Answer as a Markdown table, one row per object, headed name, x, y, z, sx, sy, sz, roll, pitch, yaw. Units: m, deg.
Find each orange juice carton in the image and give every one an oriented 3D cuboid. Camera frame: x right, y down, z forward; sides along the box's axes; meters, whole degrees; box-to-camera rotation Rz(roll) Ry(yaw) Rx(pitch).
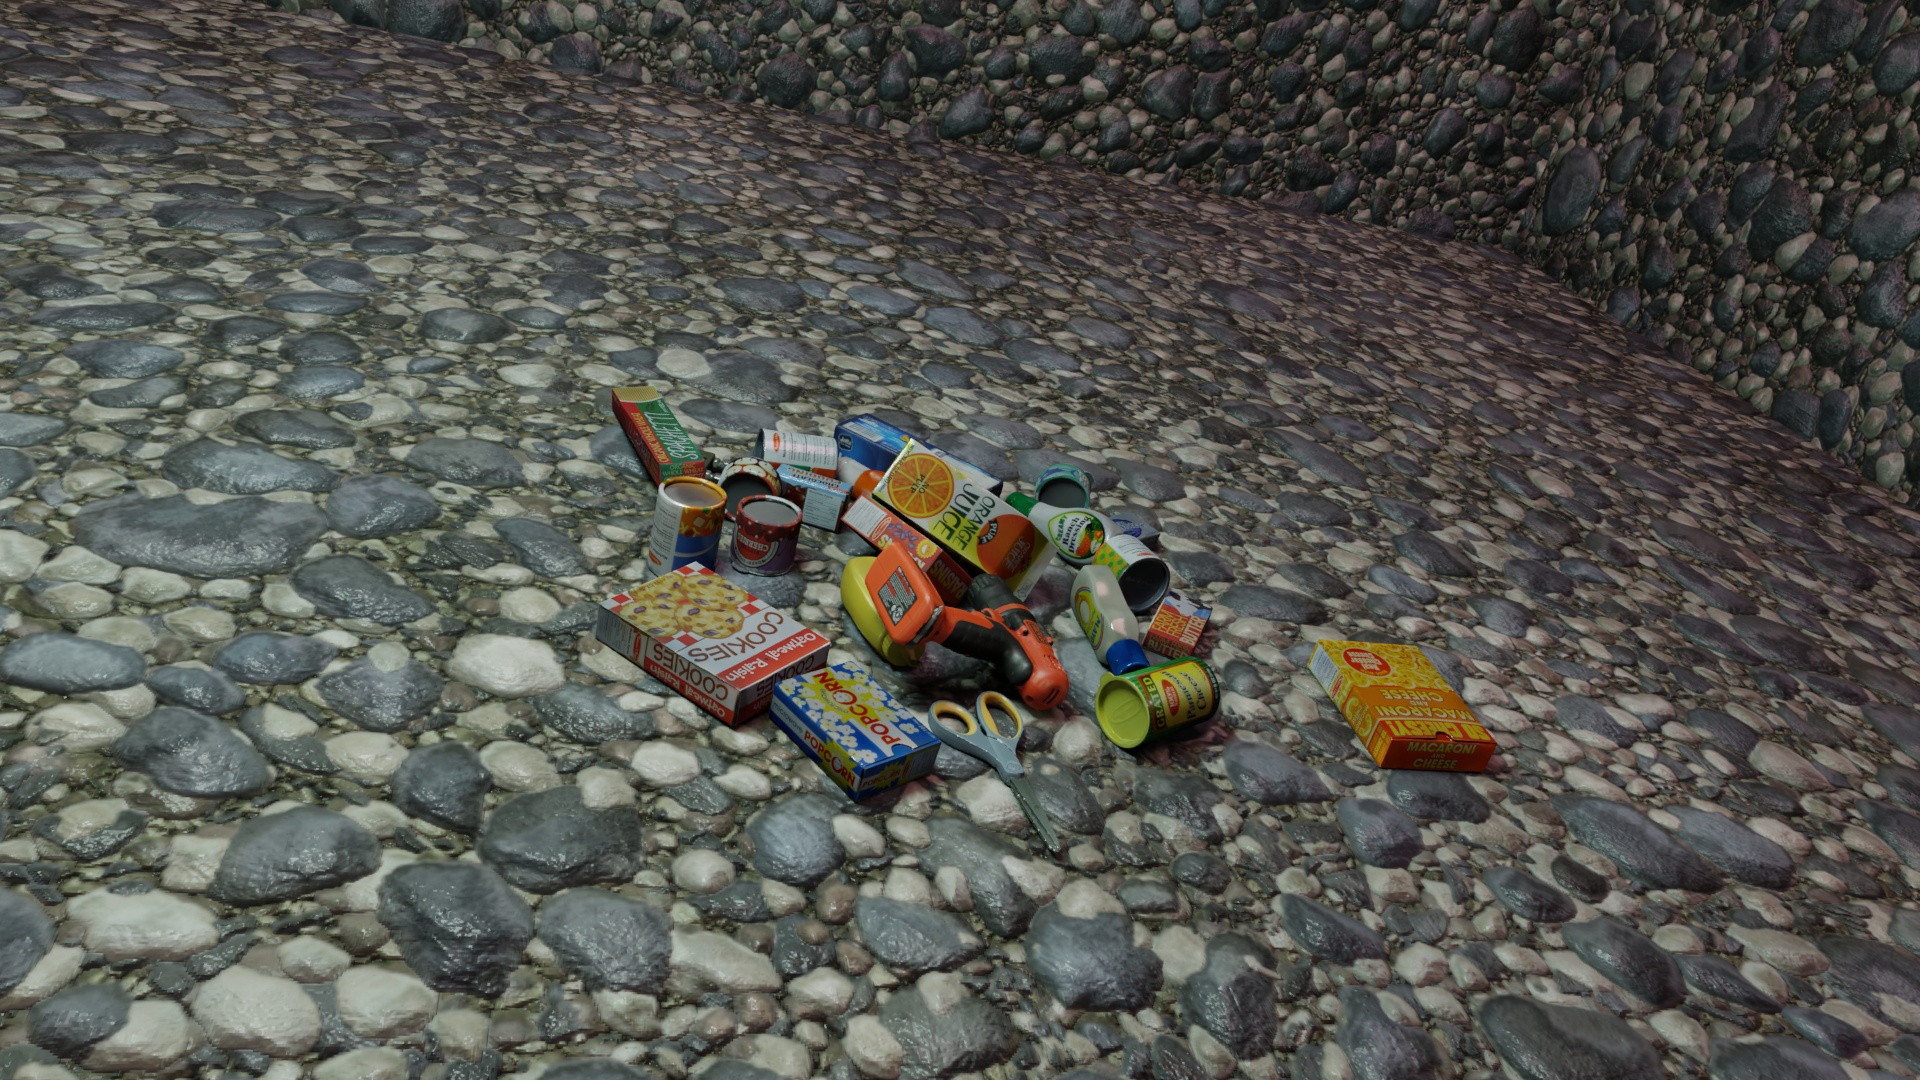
| name | x | y | z | sx | sy | sz | roll | pitch | yaw |
| --- | --- | --- | --- | --- | --- | --- | --- | --- | --- |
| orange juice carton | 0.005 | -0.018 | 1.444 | 0.193 | 0.072 | 0.073 | 35 | -9 | 3 |

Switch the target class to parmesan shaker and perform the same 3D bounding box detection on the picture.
| name | x | y | z | sx | sy | sz | roll | pitch | yaw |
| --- | --- | --- | --- | --- | --- | --- | --- | --- | --- |
| parmesan shaker | 0.183 | 0.146 | 1.289 | 0.103 | 0.071 | 0.071 | -11 | 37 | -40 |

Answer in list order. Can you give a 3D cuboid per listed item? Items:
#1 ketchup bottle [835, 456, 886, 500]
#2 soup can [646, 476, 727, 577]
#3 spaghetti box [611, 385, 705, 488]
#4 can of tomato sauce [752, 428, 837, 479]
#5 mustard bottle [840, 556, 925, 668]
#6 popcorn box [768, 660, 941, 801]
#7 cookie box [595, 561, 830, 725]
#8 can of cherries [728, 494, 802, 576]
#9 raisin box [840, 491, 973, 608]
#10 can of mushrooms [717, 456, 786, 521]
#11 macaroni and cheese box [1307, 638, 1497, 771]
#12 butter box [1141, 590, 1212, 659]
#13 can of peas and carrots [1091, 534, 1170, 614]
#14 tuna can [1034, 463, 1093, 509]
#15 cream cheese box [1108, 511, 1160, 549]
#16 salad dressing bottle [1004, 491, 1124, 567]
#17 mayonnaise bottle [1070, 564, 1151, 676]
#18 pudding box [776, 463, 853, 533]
| name | x | y | z | sx | sy | sz | roll | pitch | yaw |
| --- | --- | --- | --- | --- | --- | --- | --- | --- | --- |
| ketchup bottle | -0.080 | -0.047 | 1.539 | 0.149 | 0.043 | 0.065 | 31 | 35 | 27 |
| soup can | -0.261 | -0.011 | 1.340 | 0.071 | 0.083 | 0.072 | 12 | 27 | -6 |
| spaghetti box | -0.332 | -0.117 | 1.518 | 0.050 | 0.028 | 0.251 | -7 | 27 | -23 |
| can of tomato sauce | -0.184 | -0.085 | 1.537 | 0.083 | 0.070 | 0.071 | 6 | 29 | -18 |
| mustard bottle | -0.067 | 0.075 | 1.317 | 0.065 | 0.048 | 0.161 | 7 | 29 | -26 |
| popcorn box | -0.090 | 0.157 | 1.166 | 0.085 | 0.038 | 0.127 | -12 | 38 | -43 |
| cookie box | -0.218 | 0.088 | 1.227 | 0.168 | 0.040 | 0.123 | 28 | 30 | 24 |
| can of cherries | -0.196 | -0.005 | 1.388 | 0.071 | 0.058 | 0.072 | 12 | 27 | -6 |
| raisin box | -0.053 | 0.011 | 1.407 | 0.123 | 0.040 | 0.086 | 35 | -7 | 34 |
| can of mushrooms | -0.219 | -0.052 | 1.453 | 0.071 | 0.070 | 0.033 | 13 | 28 | -5 |
| macaroni and cheese box | 0.447 | 0.166 | 1.418 | 0.124 | 0.040 | 0.167 | 5 | 29 | -17 |
| butter box | 0.229 | 0.091 | 1.463 | 0.053 | 0.024 | 0.104 | 21 | 28 | 12 |
| can of peas and carrots | 0.181 | 0.037 | 1.494 | 0.071 | 0.070 | 0.059 | 0 | 26 | -26 |
| tuna can | 0.122 | -0.055 | 1.629 | 0.071 | 0.070 | 0.033 | 15 | 29 | -1 |
| cream cheese box | 0.181 | -0.003 | 1.610 | 0.053 | 0.024 | 0.104 | 34 | 33 | 32 |
| salad dressing bottle | 0.114 | -0.014 | 1.564 | 0.148 | 0.064 | 0.044 | 24 | 1 | 33 |
| mayonnaise bottle | 0.151 | 0.089 | 1.390 | 0.041 | 0.064 | 0.149 | 2 | 34 | -17 |
| pudding box | -0.162 | -0.046 | 1.489 | 0.084 | 0.049 | 0.030 | 16 | 26 | 2 |
